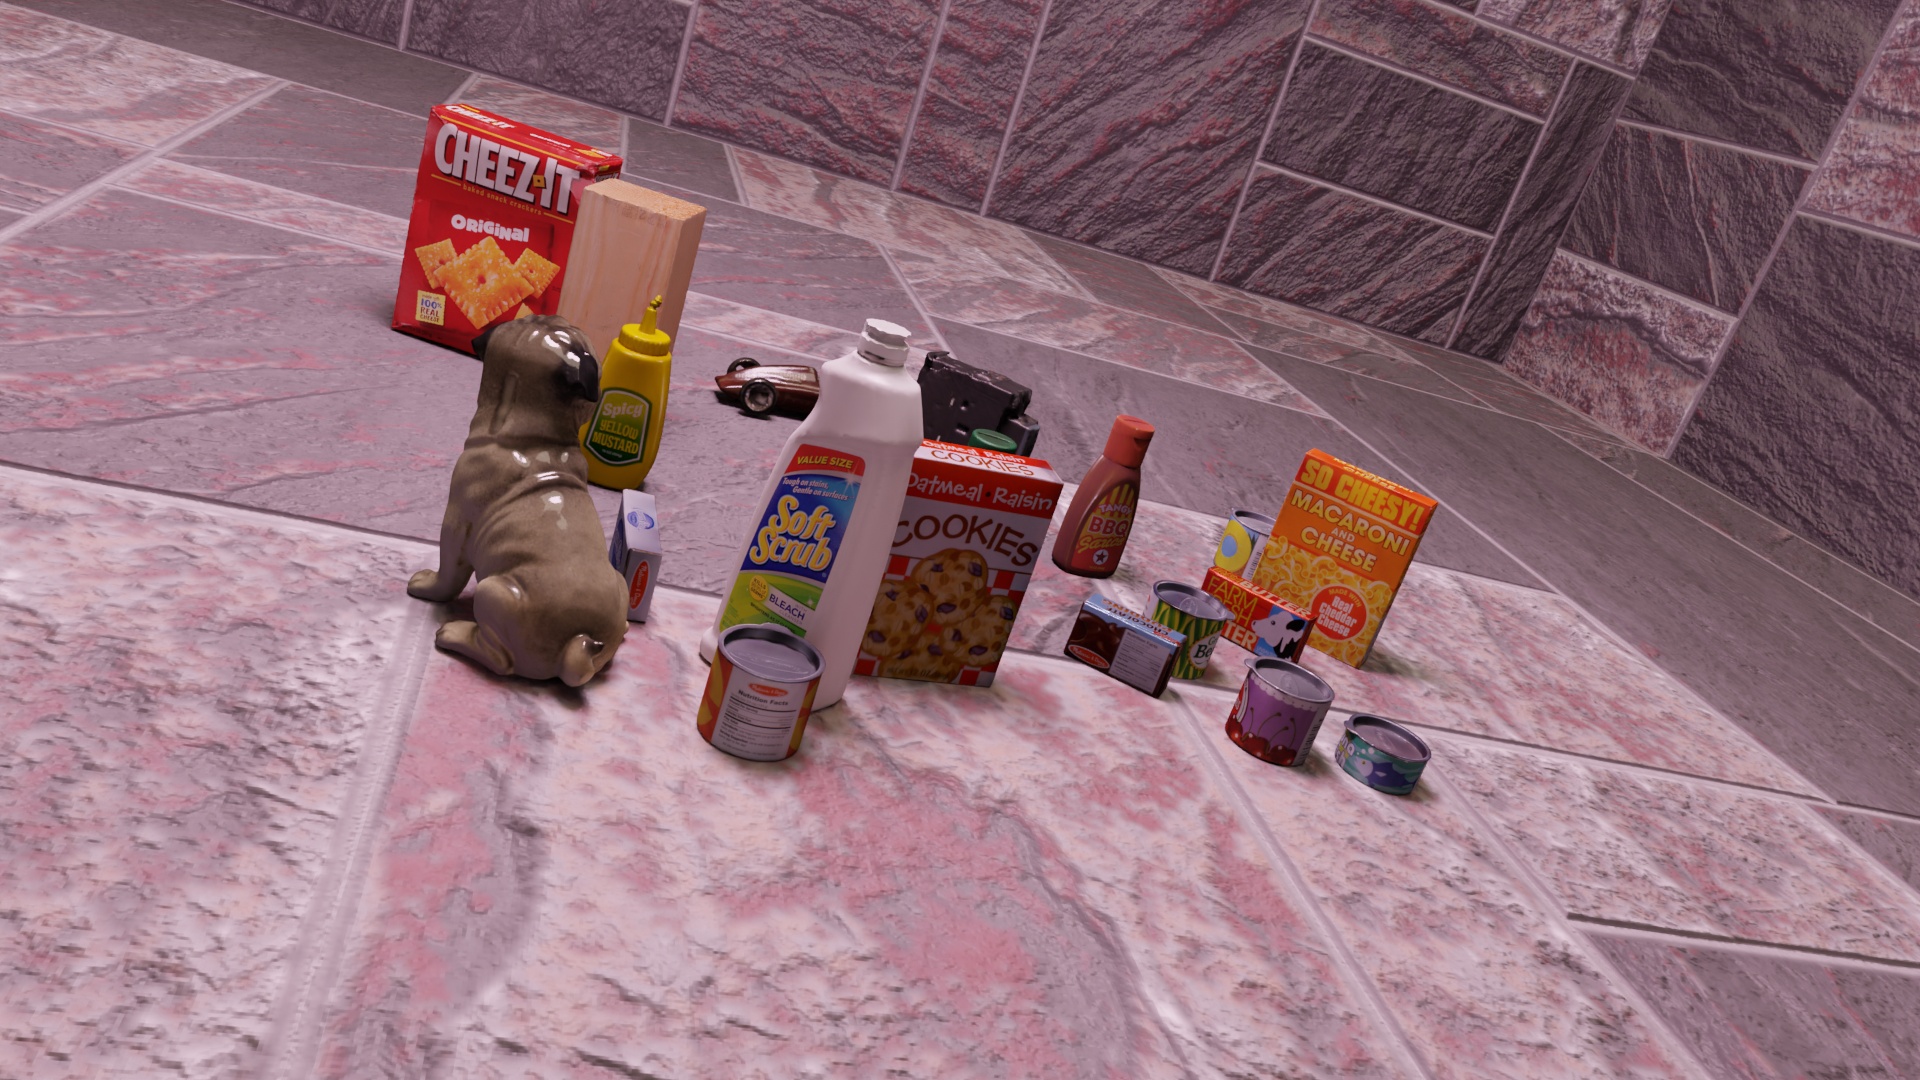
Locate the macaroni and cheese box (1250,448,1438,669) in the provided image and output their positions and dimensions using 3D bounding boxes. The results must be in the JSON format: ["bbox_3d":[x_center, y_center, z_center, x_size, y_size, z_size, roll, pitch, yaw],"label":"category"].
[{"bbox_3d":[0.346,0.015,1.279,0.124,0.165,0.040,27,21,21],"label":"macaroni and cheese box"}]

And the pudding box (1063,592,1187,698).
[{"bbox_3d":[0.129,0.082,1.091,0.084,0.049,0.030,25,21,17],"label":"pudding box"}]

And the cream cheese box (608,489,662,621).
[{"bbox_3d":[-0.227,0.009,0.965,0.024,0.053,0.104,11,22,-20],"label":"cream cheese box"}]

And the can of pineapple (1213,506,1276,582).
[{"bbox_3d":[0.297,0.007,1.415,0.071,0.057,0.071,16,20,-6],"label":"can of pineapple"}]

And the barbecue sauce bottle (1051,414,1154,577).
[{"bbox_3d":[0.135,-0.040,1.265,0.065,0.148,0.044,7,23,-29],"label":"barbecue sauce bottle"}]

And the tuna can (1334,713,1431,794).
[{"bbox_3d":[0.323,0.164,1.071,0.071,0.032,0.071,16,20,-6],"label":"tuna can"}]

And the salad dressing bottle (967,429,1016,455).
[{"bbox_3d":[0.004,-0.014,1.086,0.064,0.147,0.044,17,20,-5],"label":"salad dressing bottle"}]

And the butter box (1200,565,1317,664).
[{"bbox_3d":[0.259,0.068,1.233,0.103,0.053,0.024,29,22,25],"label":"butter box"}]

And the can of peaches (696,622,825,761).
[{"bbox_3d":[-0.121,0.091,0.841,0.071,0.057,0.071,16,20,-6],"label":"can of peaches"}]

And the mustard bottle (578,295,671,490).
[{"bbox_3d":[-0.264,-0.120,1.110,0.065,0.159,0.049,15,20,-11],"label":"mustard bottle"}]

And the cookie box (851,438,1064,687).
[{"bbox_3d":[-0.013,0.016,0.966,0.123,0.166,0.040,9,22,-25],"label":"cookie box"}]

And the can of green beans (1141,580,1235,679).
[{"bbox_3d":[0.180,0.073,1.144,0.071,0.057,0.071,16,20,-6],"label":"can of green beans"}]

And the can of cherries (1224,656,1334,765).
[{"bbox_3d":[0.239,0.128,1.054,0.071,0.058,0.072,16,20,-6],"label":"can of cherries"}]
